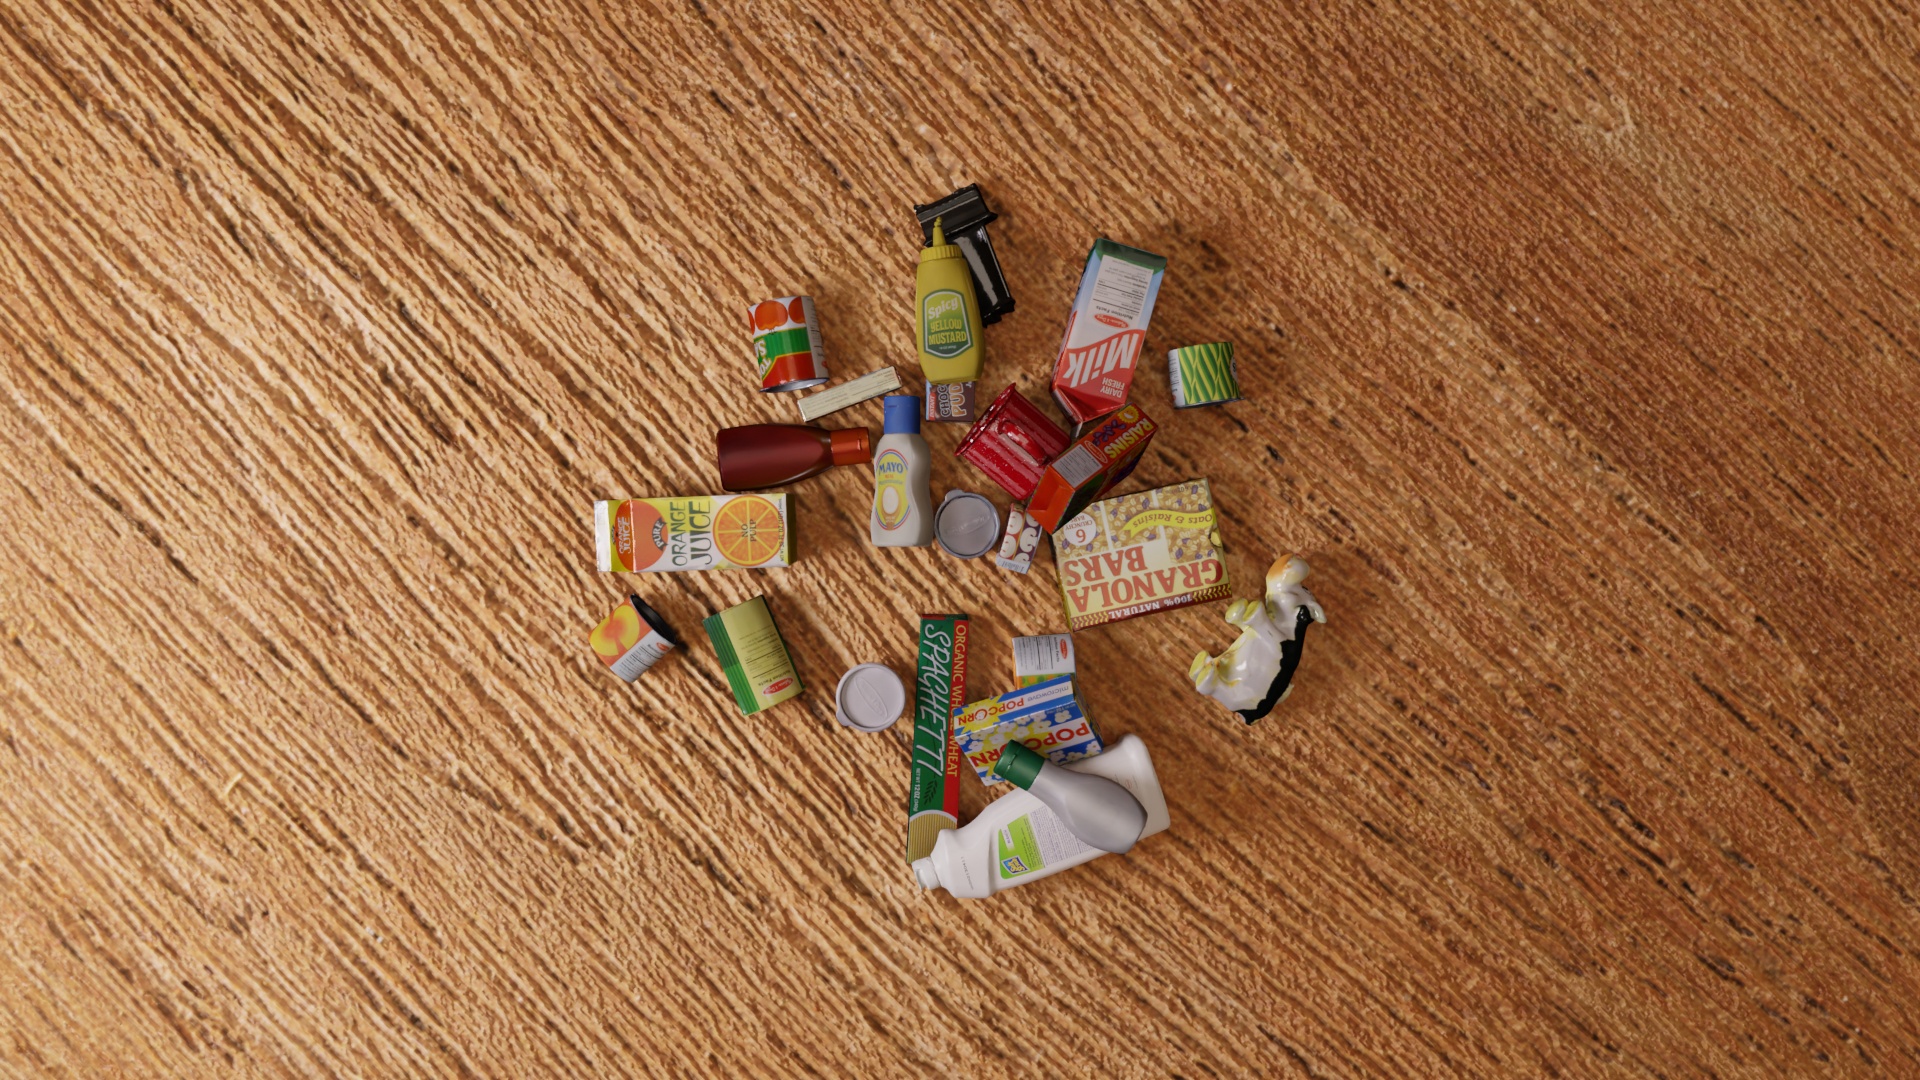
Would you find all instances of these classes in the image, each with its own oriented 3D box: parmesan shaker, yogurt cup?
[{"bbox_3d":[-0.200,0.111,1.360,0.071,0.071,0.103,-23,91,-1],"label":"parmesan shaker"},{"bbox_3d":[-0.087,0.152,1.369,0.072,0.054,0.072,0,91,-2],"label":"yogurt cup"}]

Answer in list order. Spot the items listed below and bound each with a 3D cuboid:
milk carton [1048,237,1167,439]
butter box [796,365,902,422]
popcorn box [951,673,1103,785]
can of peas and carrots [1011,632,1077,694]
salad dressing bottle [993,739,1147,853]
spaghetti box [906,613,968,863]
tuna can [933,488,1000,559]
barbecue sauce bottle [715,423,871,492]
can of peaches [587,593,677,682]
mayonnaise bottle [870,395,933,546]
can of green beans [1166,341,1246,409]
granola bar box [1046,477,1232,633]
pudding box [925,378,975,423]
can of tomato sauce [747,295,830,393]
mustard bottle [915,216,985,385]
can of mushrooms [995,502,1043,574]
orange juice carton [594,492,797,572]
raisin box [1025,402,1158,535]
[{"bbox_3d":[0.137,-0.191,1.364,0.073,0.072,0.190,16,89,-2],"label":"milk carton"},{"bbox_3d":[-0.109,-0.144,1.365,0.103,0.053,0.024,-20,95,-1],"label":"butter box"},{"bbox_3d":[0.066,0.185,1.349,0.126,0.038,0.085,-18,131,12],"label":"popcorn box"},{"bbox_3d":[0.082,0.127,1.370,0.059,0.071,0.071,-4,91,-1],"label":"can of peas and carrots"},{"bbox_3d":[0.103,0.239,1.310,0.148,0.044,0.064,30,79,3],"label":"salad dressing bottle"},{"bbox_3d":[-0.023,0.198,1.385,0.050,0.028,0.250,3,91,-3],"label":"spaghetti box"},{"bbox_3d":[0.005,-0.017,1.380,0.071,0.033,0.071,0,91,-2],"label":"tuna can"},{"bbox_3d":[-0.163,-0.086,1.369,0.149,0.043,0.065,-7,91,-2],"label":"barbecue sauce bottle"},{"bbox_3d":[-0.321,0.095,1.355,0.058,0.071,0.071,-43,92,0],"label":"can of peaches"},{"bbox_3d":[-0.058,-0.068,1.366,0.064,0.041,0.148,-1,90,36],"label":"mayonnaise bottle"},{"bbox_3d":[0.240,-0.162,1.370,0.071,0.071,0.058,-8,91,-2],"label":"can of green beans"},{"bbox_3d":[0.177,0.014,1.384,0.166,0.039,0.124,-12,92,-2],"label":"granola bar box"},{"bbox_3d":[-0.010,-0.159,1.379,0.050,0.030,0.083,2,91,-1],"label":"pudding box"},{"bbox_3d":[-0.170,-0.191,1.355,0.071,0.071,0.083,-11,91,-2],"label":"can of tomato sauce"},{"bbox_3d":[-0.015,-0.231,1.335,0.065,0.049,0.160,-7,93,7],"label":"mustard bottle"},{"bbox_3d":[0.059,-0.005,1.366,0.033,0.071,0.071,15,91,-1],"label":"can of mushrooms"},{"bbox_3d":[-0.259,-0.008,1.351,0.193,0.073,0.071,-2,92,-1],"label":"orange juice carton"},{"bbox_3d":[0.126,-0.069,1.331,0.124,0.085,0.040,-37,73,-28],"label":"raisin box"}]
